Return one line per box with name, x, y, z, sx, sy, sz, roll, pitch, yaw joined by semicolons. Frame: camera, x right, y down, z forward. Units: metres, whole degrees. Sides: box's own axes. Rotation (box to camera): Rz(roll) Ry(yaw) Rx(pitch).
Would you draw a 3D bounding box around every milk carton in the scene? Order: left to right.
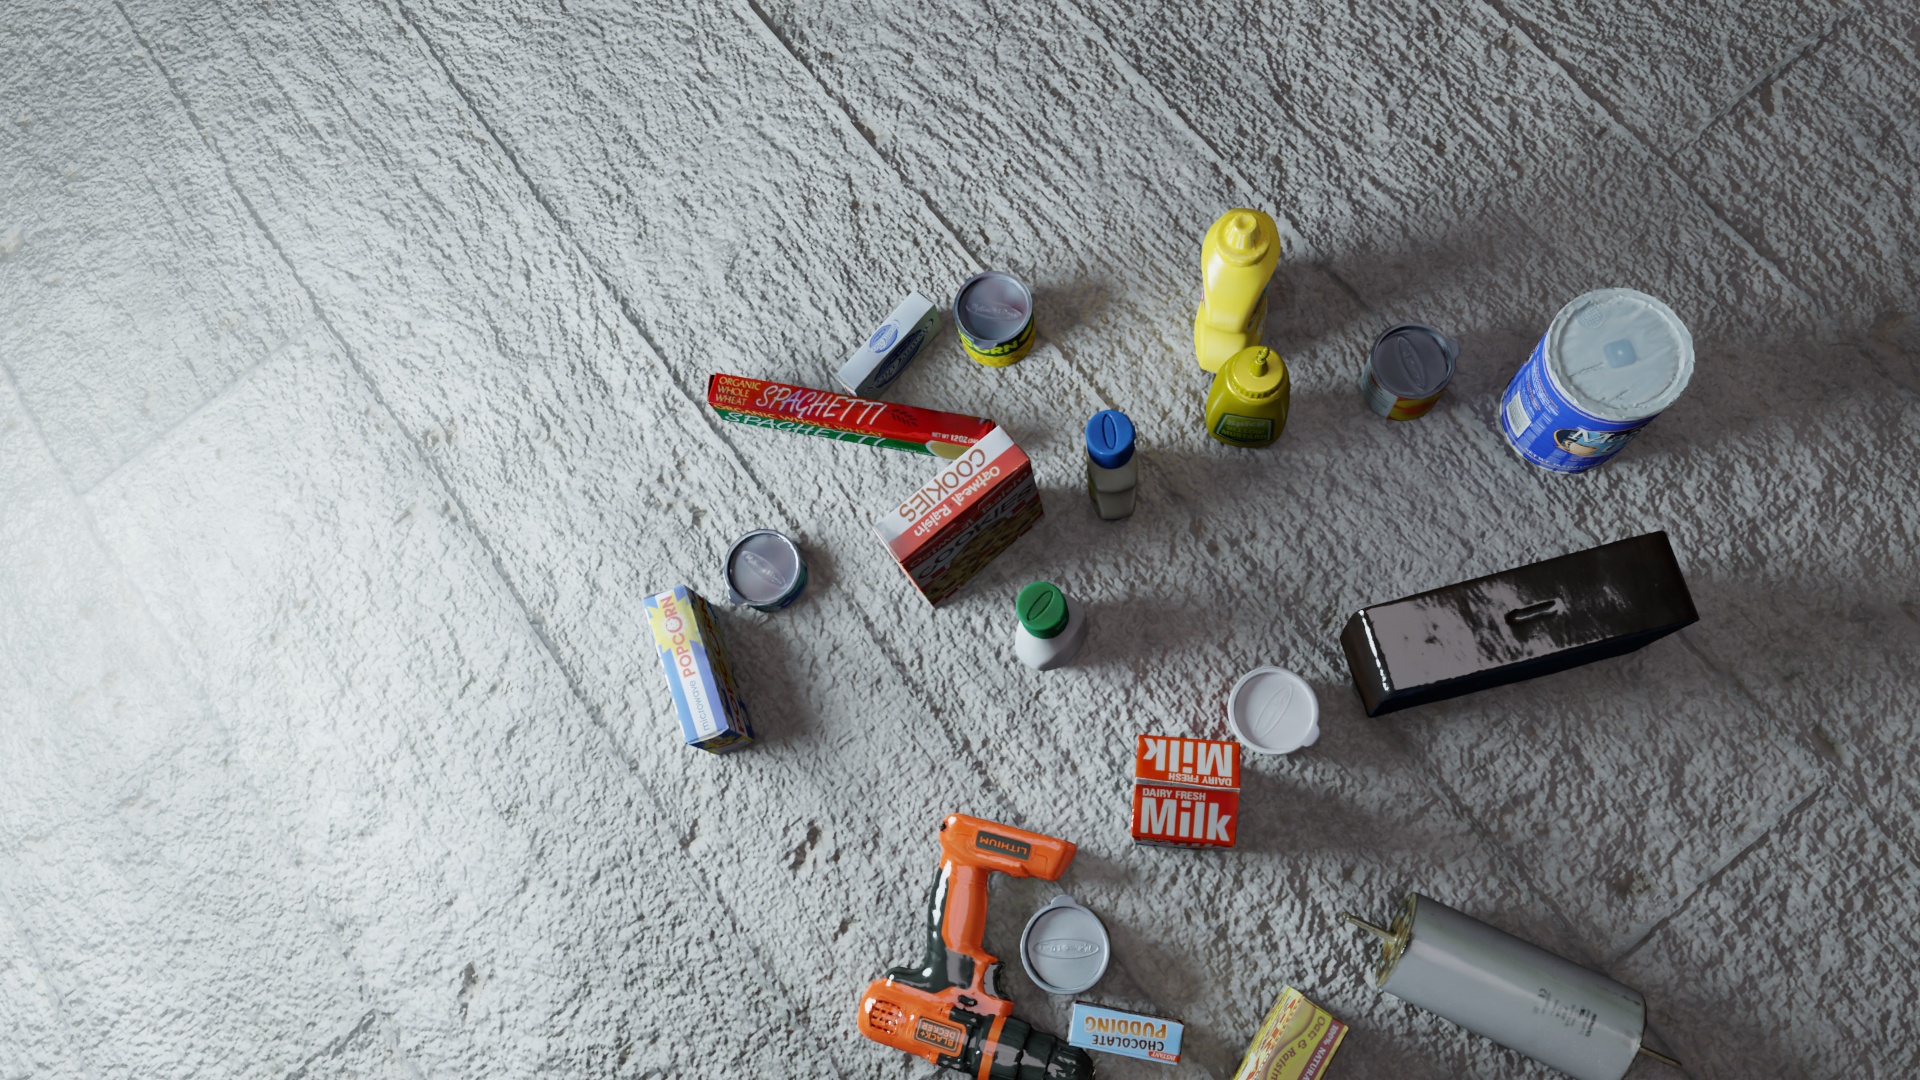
milk carton;0.161;0.183;1.002;0.072;0.190;0.073;4;76;8

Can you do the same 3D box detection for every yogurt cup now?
yogurt cup;0.240;0.135;1.076;0.072;0.054;0.072;-2;75;7

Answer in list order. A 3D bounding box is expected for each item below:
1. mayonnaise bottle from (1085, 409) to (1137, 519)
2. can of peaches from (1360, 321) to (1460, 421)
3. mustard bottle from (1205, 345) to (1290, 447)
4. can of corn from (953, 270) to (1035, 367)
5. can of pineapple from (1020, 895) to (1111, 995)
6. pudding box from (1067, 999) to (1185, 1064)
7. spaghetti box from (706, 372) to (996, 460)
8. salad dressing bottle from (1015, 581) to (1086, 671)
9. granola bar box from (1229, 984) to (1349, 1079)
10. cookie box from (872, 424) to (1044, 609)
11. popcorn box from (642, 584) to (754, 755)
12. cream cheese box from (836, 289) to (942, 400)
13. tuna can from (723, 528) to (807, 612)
mayonnaise bottle;0.118;-0.063;1.094;0.041;0.148;0.065;-9;75;5
can of peaches;0.365;-0.137;1.130;0.071;0.058;0.071;-2;75;7
mustard bottle;0.228;-0.117;1.089;0.065;0.160;0.049;7;77;9
can of corn;0.030;-0.185;1.184;0.071;0.058;0.071;-2;75;7
can of pineapple;0.081;0.305;1.049;0.071;0.057;0.071;-2;75;7
pudding box;0.123;0.365;1.032;0.084;0.049;0.030;8;77;9
spaghetti box;-0.093;-0.103;1.182;0.250;0.050;0.029;10;77;10
salad dressing bottle;0.067;0.064;1.067;0.044;0.147;0.064;39;84;14
granola bar box;0.209;0.398;0.974;0.039;0.124;0.166;31;81;13
cookie box;0.004;-0.014;1.085;0.123;0.167;0.040;-40;75;-4
popcorn box;-0.211;0.106;1.123;0.038;0.085;0.127;-21;74;2
cream cheese box;-0.060;-0.163;1.192;0.024;0.053;0.104;40;83;15
tuna can;-0.164;0.028;1.165;0.071;0.032;0.071;-2;75;7
